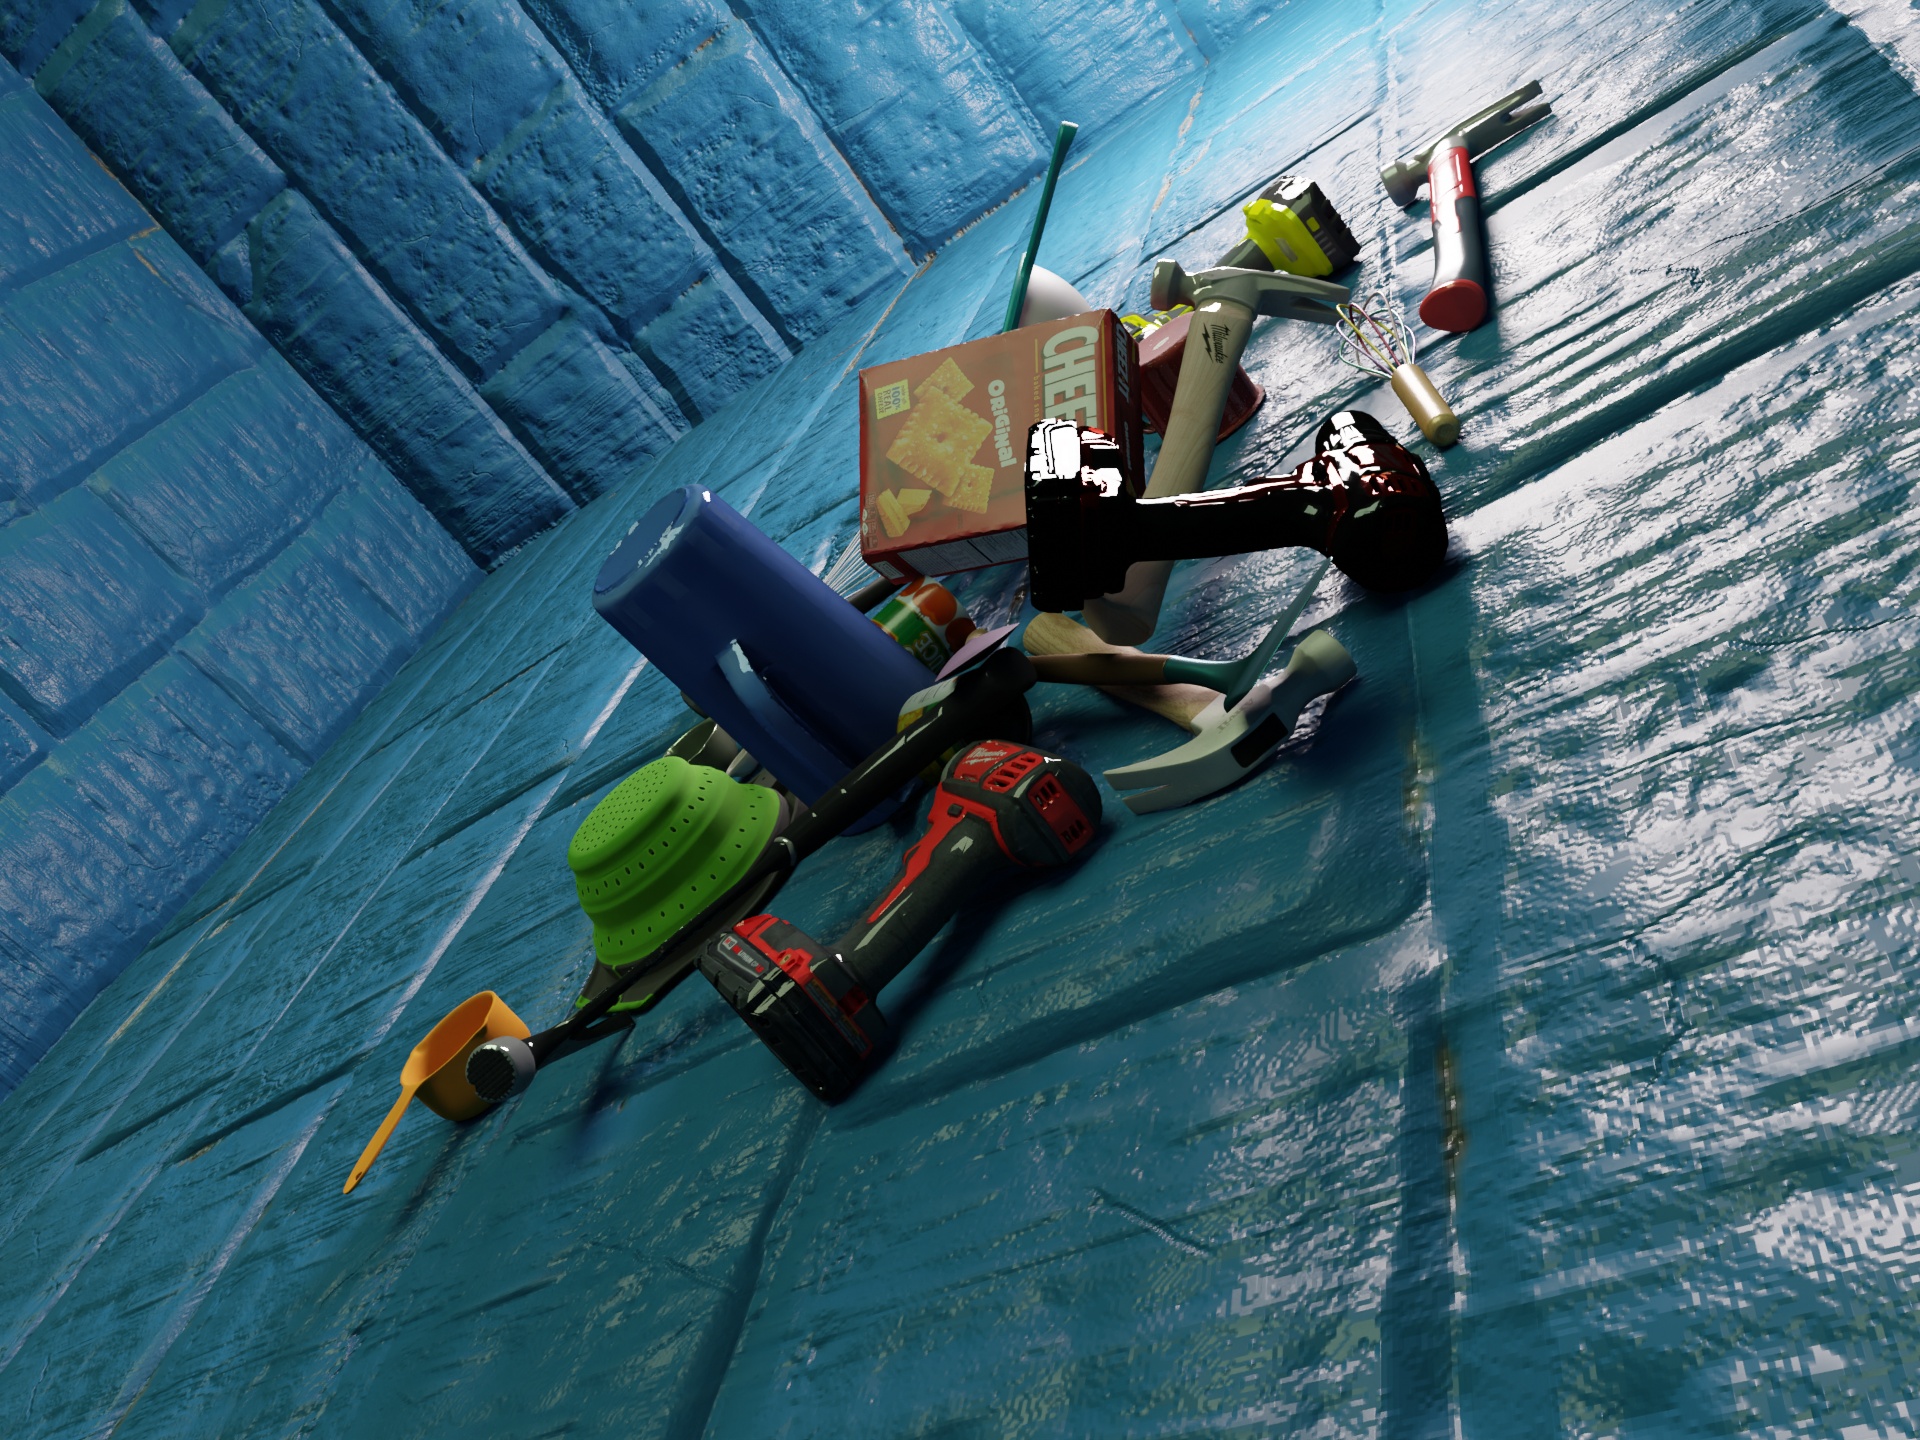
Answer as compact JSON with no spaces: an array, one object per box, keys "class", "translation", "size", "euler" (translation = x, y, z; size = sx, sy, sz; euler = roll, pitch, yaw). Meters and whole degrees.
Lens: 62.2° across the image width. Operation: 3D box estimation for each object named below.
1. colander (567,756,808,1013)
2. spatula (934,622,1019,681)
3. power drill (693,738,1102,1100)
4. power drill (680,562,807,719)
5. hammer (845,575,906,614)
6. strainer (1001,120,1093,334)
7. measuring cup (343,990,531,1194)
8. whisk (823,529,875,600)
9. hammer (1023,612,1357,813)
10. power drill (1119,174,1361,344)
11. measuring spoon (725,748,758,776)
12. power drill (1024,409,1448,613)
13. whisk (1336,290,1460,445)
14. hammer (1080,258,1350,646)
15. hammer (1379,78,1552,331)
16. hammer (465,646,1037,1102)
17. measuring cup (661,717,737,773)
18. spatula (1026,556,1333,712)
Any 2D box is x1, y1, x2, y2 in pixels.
[{"class":"colander","translation":[-0.175,0.037,1.197],"size":[0.204,0.094,0.397],"euler":[-12,35,49]},{"class":"spatula","translation":[0.013,-0.050,1.049],"size":[0.060,0.018,0.316],"euler":[-34,3,4]},{"class":"power drill","translation":[-0.033,0.094,0.880],"size":[0.220,0.078,0.143],"euler":[-42,20,-14]},{"class":"power drill","translation":[-0.203,-0.101,1.519],"size":[0.164,0.084,0.227],"euler":[-55,20,11]},{"class":"hammer","translation":[-0.036,-0.132,1.329],"size":[0.335,0.035,0.146],"euler":[-38,3,-24]},{"class":"strainer","translation":[0.088,-0.354,1.403],"size":[0.211,0.095,0.340],"euler":[-78,3,-47]},{"class":"measuring cup","translation":[-0.364,0.271,1.112],"size":[0.095,0.052,0.174],"euler":[-23,28,37]},{"class":"whisk","translation":[-0.121,-0.106,1.410],"size":[0.070,0.070,0.285],"euler":[-13,25,51]},{"class":"hammer","translation":[0.103,-0.024,0.951],"size":[0.130,0.031,0.331],"euler":[-41,20,-5]},{"class":"power drill","translation":[0.227,-0.365,1.382],"size":[0.228,0.080,0.191],"euler":[-39,19,9]},{"class":"measuring spoon","translation":[-0.199,0.069,1.305],"size":[0.124,0.018,0.034],"euler":[-59,15,-27]},{"class":"power drill","translation":[0.153,-0.131,0.912],"size":[0.226,0.080,0.188],"euler":[-2,29,5]},{"class":"whisk","translation":[0.287,-0.234,1.054],"size":[0.051,0.047,0.245],"euler":[-31,25,18]},{"class":"hammer","translation":[0.164,-0.191,1.066],"size":[0.146,0.038,0.411],"euler":[11,46,12]},{"class":"hammer","translation":[0.390,-0.390,1.208],"size":[0.143,0.038,0.387],"euler":[-26,24,29]},{"class":"hammer","translation":[-0.117,0.091,0.965],"size":[0.409,0.036,0.149],"euler":[-39,-7,12]},{"class":"measuring cup","translation":[-0.199,0.006,1.392],"size":[0.167,0.038,0.083],"euler":[-49,22,-22]},{"class":"spatula","translation":[0.097,-0.036,0.874],"size":[0.082,0.044,0.317],"euler":[-56,23,-15]}]
